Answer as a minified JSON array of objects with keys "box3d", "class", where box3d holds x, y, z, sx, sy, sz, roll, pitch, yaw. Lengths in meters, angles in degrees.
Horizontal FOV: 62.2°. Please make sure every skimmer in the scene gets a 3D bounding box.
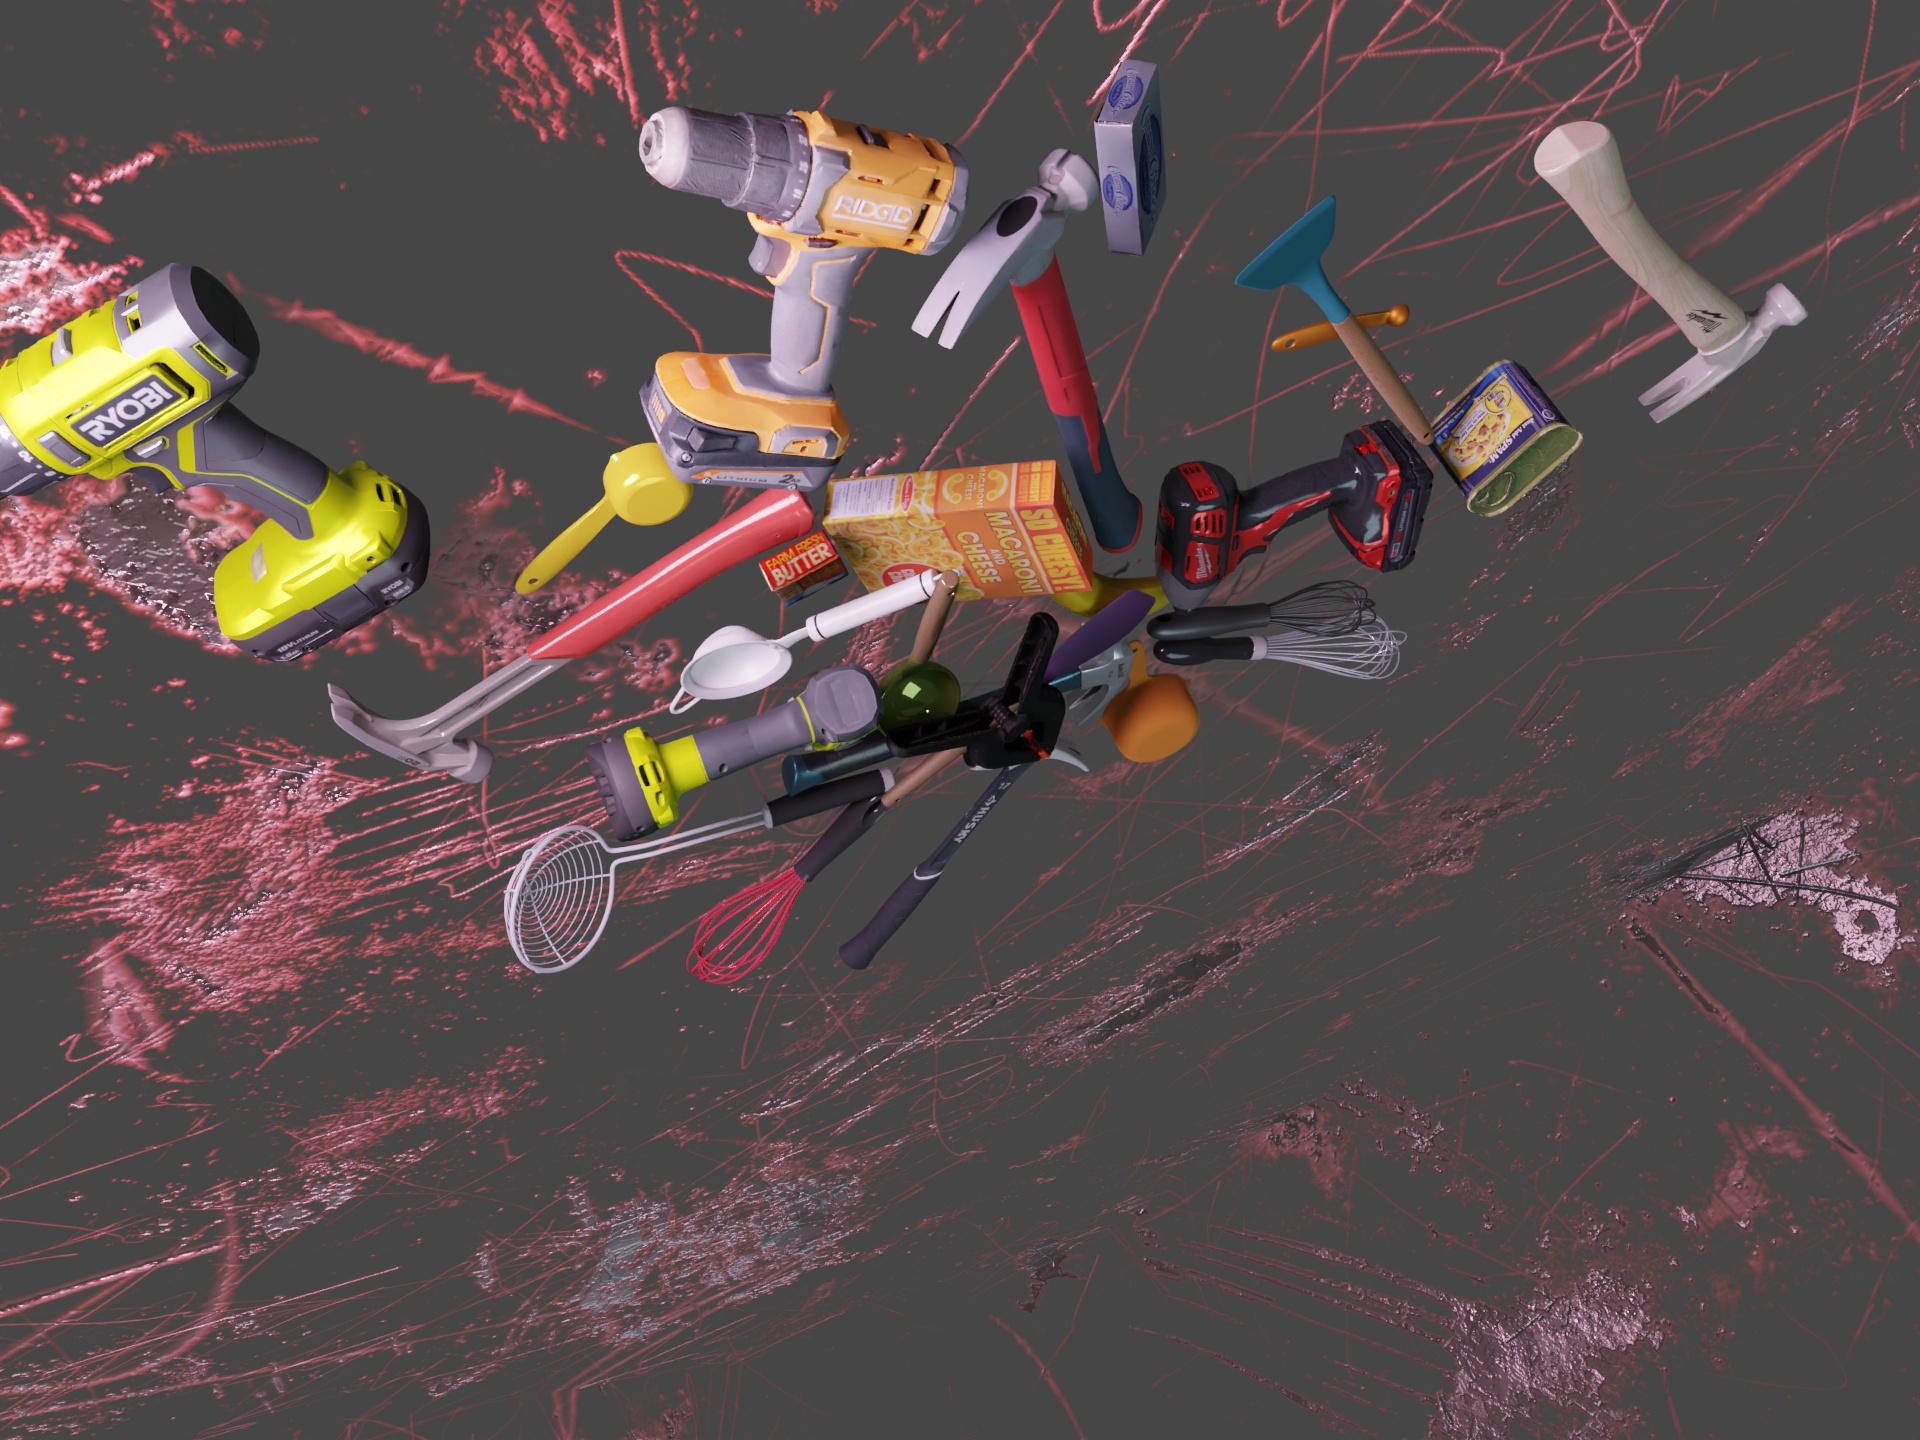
[{"box3d":[-0.219,0.116,1.392,0.363,0.090,0.127,-16,121,-17],"class":"skimmer"}]

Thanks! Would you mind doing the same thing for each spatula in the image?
[{"box3d":[0.292,-0.276,1.167,0.082,0.044,0.317,-40,141,16],"class":"spatula"},{"box3d":[0.044,-0.014,1.375,0.316,0.018,0.059,-38,150,25],"class":"spatula"}]

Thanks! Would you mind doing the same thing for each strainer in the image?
[{"box3d":[-0.113,-0.068,1.185,0.258,0.050,0.086,-19,158,22],"class":"strainer"}]

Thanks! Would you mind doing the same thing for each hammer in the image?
[{"box3d":[0.069,-0.208,1.097,0.143,0.038,0.386,-51,155,-10],"class":"hammer"},{"box3d":[-0.002,-0.005,1.415,0.331,0.033,0.128,-20,149,-7],"class":"hammer"},{"box3d":[0.538,-0.351,1.249,0.146,0.038,0.410,-40,146,28],"class":"hammer"},{"box3d":[-0.263,-0.071,1.123,0.359,0.037,0.149,-30,149,12],"class":"hammer"},{"box3d":[-0.019,0.141,1.631,0.149,0.036,0.408,0,143,-37],"class":"hammer"}]

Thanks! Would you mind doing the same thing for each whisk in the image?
[{"box3d":[0.279,-0.094,1.460,0.239,0.055,0.055,-7,146,-20],"class":"whisk"},{"box3d":[0.307,-0.070,1.512,0.284,0.070,0.070,-2,144,-25],"class":"whisk"},{"box3d":[-0.165,0.160,1.539,0.296,0.073,0.073,-44,145,20],"class":"whisk"}]

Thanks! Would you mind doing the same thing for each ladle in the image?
[{"box3d":[-0.022,-0.047,1.219,0.078,0.062,0.320,-22,170,-12],"class":"ladle"}]

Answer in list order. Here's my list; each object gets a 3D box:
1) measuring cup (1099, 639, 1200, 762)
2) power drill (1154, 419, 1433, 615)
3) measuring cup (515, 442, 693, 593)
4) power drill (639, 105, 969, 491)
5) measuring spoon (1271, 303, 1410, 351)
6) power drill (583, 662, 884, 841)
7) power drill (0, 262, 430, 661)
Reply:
[{"box3d":[0.179,-0.017,1.502,0.095,0.052,0.173,-24,152,0],"class":"measuring cup"},{"box3d":[0.264,-0.160,1.306,0.219,0.079,0.143,-14,139,-10],"class":"power drill"},{"box3d":[-0.240,-0.124,1.059,0.156,0.029,0.062,-38,147,19],"class":"measuring cup"},{"box3d":[-0.116,-0.244,0.914,0.185,0.084,0.226,-1,138,-35],"class":"power drill"},{"box3d":[0.286,-0.290,1.188,0.117,0.011,0.021,-16,149,-14],"class":"measuring spoon"},{"box3d":[-0.175,0.022,1.262,0.223,0.080,0.171,-20,178,-10],"class":"power drill"},{"box3d":[-0.427,-0.127,0.881,0.190,0.080,0.228,-28,147,7],"class":"power drill"}]
